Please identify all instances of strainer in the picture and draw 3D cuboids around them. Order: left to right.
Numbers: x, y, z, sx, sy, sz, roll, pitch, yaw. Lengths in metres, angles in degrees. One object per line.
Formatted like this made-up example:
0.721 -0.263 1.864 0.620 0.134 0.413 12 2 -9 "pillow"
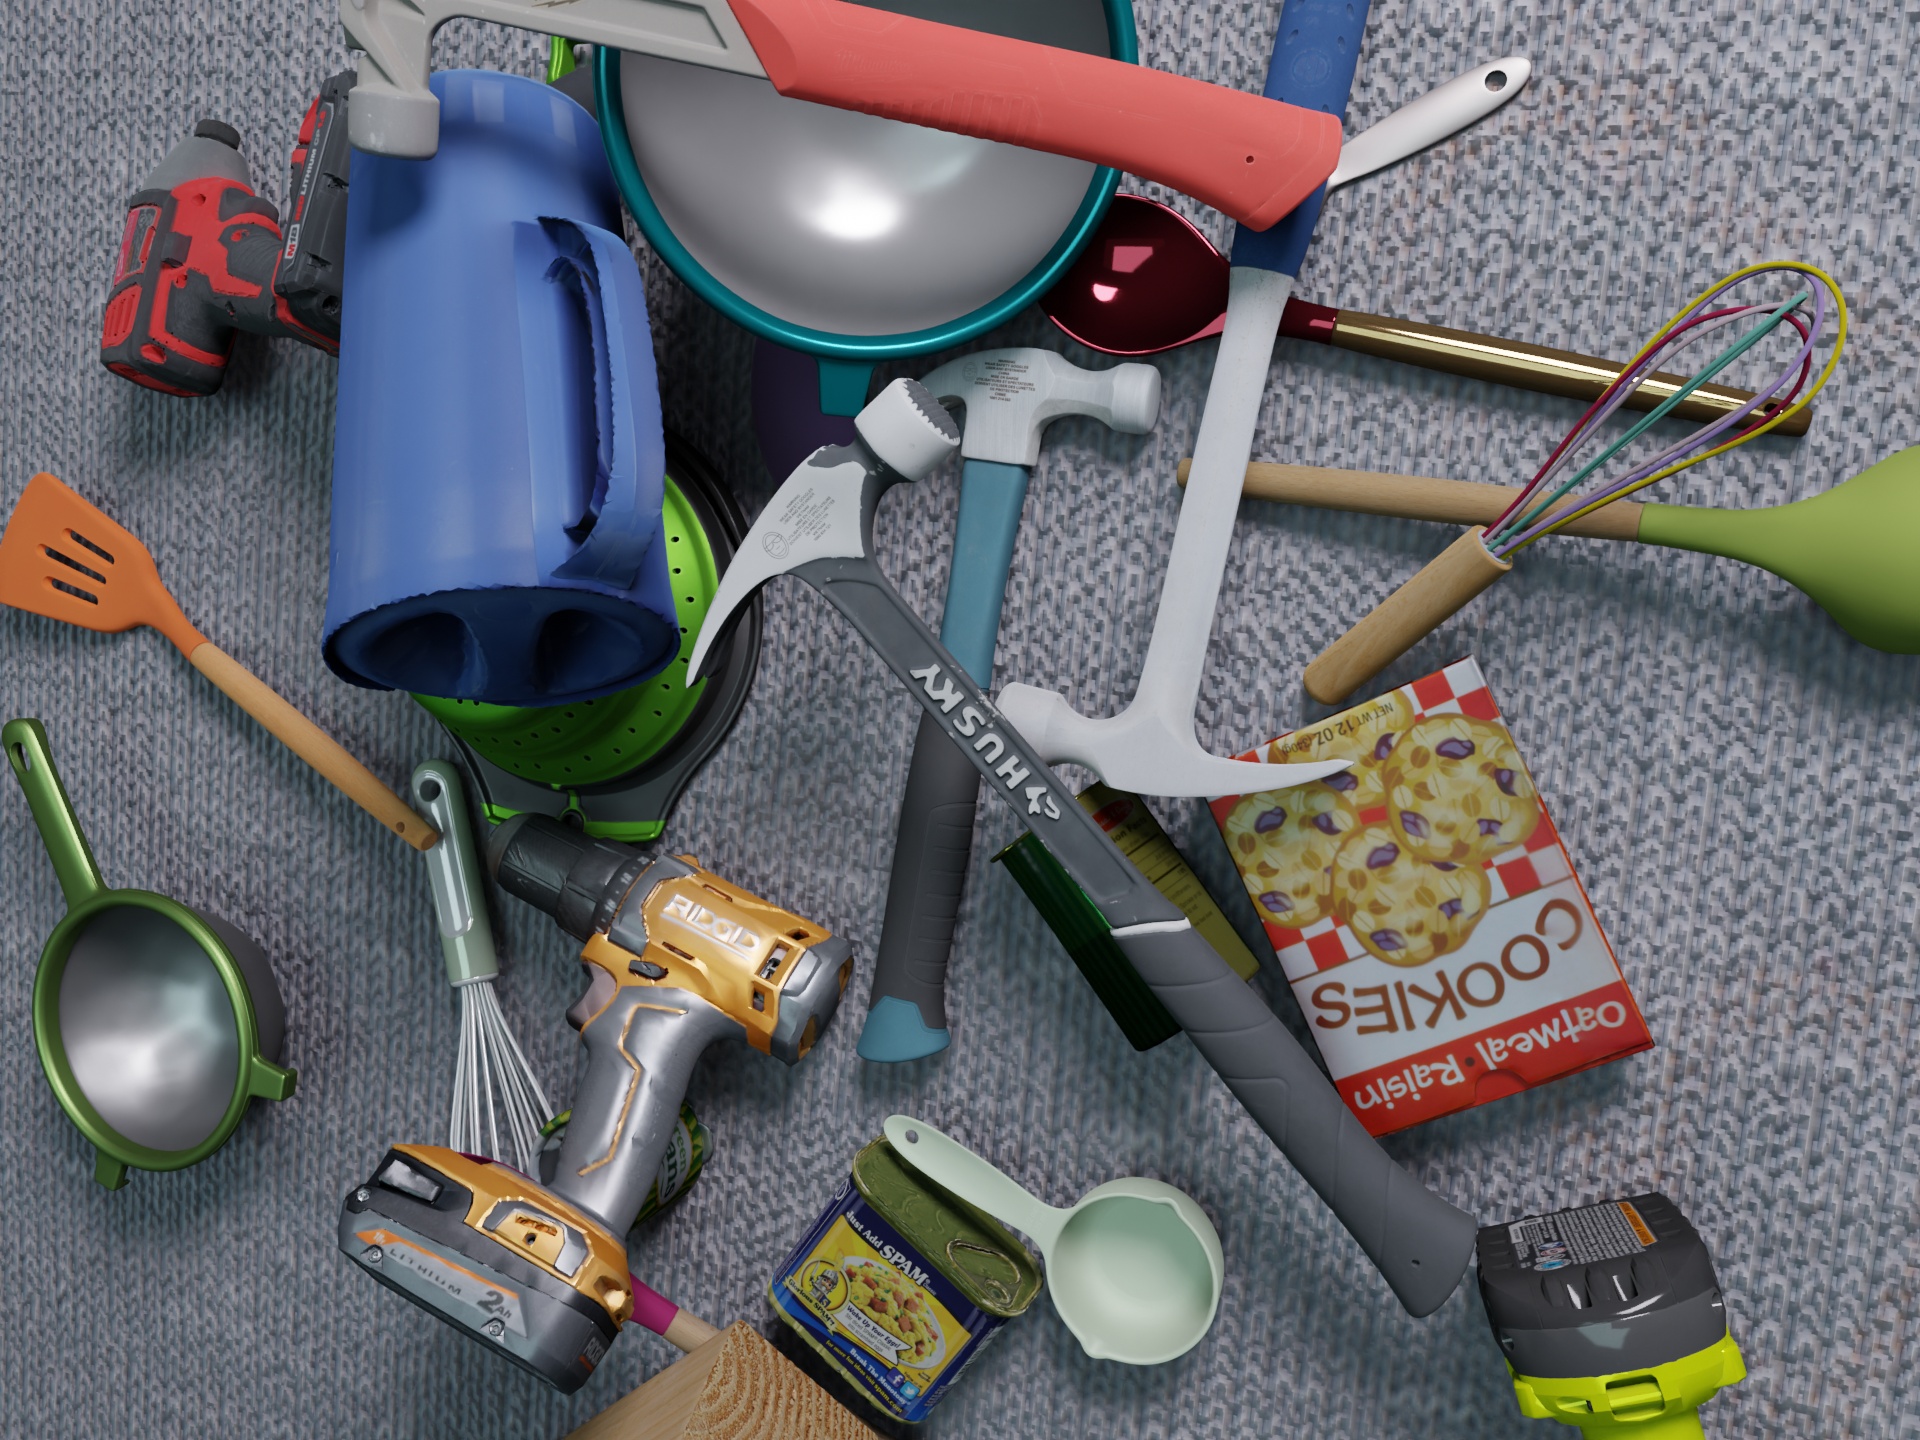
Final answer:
-0.441 0.113 0.861 0.151 0.069 0.256 -29 83 21 "strainer"
-0.079 -0.304 0.625 0.211 0.095 0.340 -38 113 9 "strainer"

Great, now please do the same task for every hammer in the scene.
-0.037 -0.248 0.573 0.359 0.037 0.149 9 112 -6 "hammer"
-0.001 -0.002 0.720 0.128 0.033 0.331 12 97 17 "hammer"
0.057 0.069 0.623 0.149 0.036 0.409 -40 89 20 "hammer"
0.124 -0.166 0.634 0.144 0.035 0.405 13 92 14 "hammer"

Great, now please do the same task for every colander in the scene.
-0.201 -0.135 0.747 0.204 0.094 0.397 4 95 19 "colander"

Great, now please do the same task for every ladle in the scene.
0.179 -0.157 0.651 0.315 0.031 0.069 17 91 15 "ladle"
0.243 -0.082 0.632 0.320 0.062 0.078 11 104 25 "ladle"

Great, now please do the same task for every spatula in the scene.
-0.394 -0.023 0.841 0.323 0.041 0.081 33 103 21 "spatula"
-0.084 -0.255 0.740 0.060 0.018 0.316 -5 93 26 "spatula"

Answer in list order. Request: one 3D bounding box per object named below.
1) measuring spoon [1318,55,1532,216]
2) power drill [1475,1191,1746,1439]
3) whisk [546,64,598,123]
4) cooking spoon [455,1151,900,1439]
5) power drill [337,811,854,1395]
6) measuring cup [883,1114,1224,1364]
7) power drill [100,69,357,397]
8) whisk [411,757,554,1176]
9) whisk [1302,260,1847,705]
0.173 -0.239 0.651 0.124 0.018 0.034 -25 85 18 "measuring spoon"
0.261 0.300 0.587 0.080 0.171 0.223 -17 80 14 "power drill"
-0.083 -0.321 0.699 0.284 0.070 0.070 -26 85 12 "whisk"
-0.114 0.296 0.746 0.319 0.017 0.068 32 113 0 "cooking spoon"
-0.179 0.154 0.714 0.185 0.084 0.226 26 61 11 "power drill"
0.041 0.220 0.718 0.168 0.038 0.083 28 102 17 "measuring cup"
-0.334 -0.236 0.775 0.220 0.078 0.143 4 80 36 "power drill"
-0.246 0.139 0.808 0.058 0.059 0.246 -14 84 10 "whisk"
0.216 -0.075 0.593 0.047 0.051 0.245 45 131 0 "whisk"
